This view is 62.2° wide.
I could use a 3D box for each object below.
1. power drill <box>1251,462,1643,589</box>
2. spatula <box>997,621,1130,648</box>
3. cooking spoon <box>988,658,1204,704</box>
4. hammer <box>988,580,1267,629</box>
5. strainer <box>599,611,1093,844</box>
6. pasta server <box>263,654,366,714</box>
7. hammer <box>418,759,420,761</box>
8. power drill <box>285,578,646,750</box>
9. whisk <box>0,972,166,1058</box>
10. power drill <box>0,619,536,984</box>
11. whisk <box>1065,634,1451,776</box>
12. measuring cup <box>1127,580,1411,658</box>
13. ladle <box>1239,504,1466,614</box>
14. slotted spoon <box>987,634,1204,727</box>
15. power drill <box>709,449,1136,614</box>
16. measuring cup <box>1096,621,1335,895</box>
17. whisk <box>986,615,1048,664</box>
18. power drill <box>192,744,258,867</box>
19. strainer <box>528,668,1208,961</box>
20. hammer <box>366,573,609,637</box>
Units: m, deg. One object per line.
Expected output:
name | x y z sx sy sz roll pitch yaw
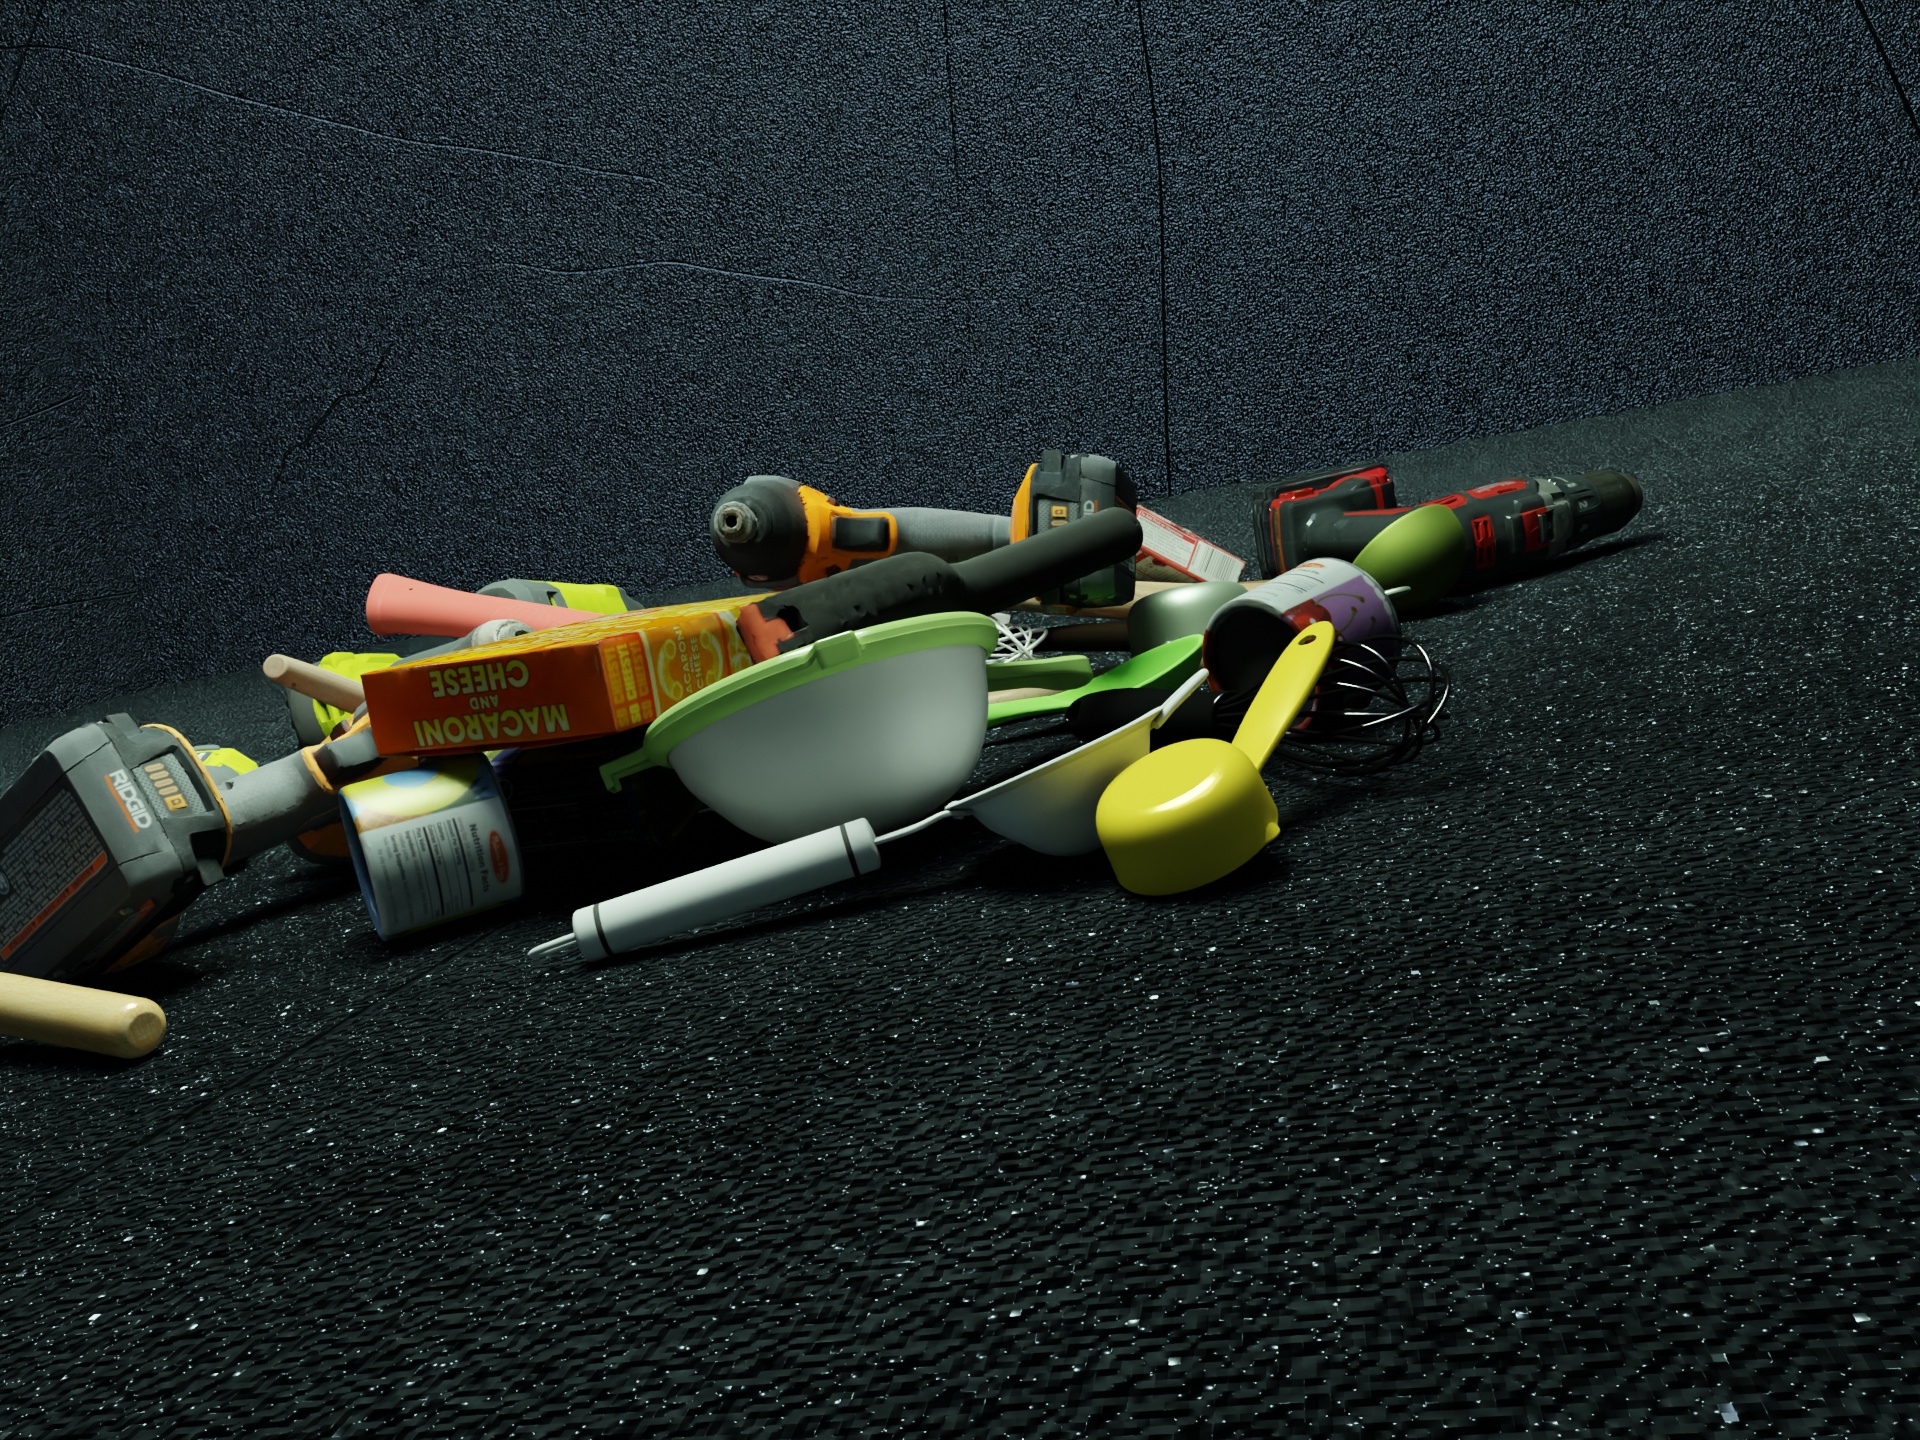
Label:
power drill | 0.334 -0.139 1.109 0.188 0.080 0.227 -16 13 -24
spatula | 0.086 -0.058 1.089 0.059 0.018 0.316 -5 4 -31
cooking spoon | -0.001 -0.003 0.862 0.319 0.017 0.068 -12 -8 -9
hammer | 0.080 -0.083 1.096 0.331 0.031 0.130 5 -3 38
strainer | -0.013 0.010 0.682 0.151 0.069 0.256 -26 -11 38
pasta server | -0.323 -0.006 0.936 0.060 0.040 0.316 -22 -11 2
hammer | -0.173 -0.022 0.967 0.331 0.033 0.128 -19 -8 -22
power drill | -0.328 -0.033 1.088 0.223 0.080 0.171 -20 -6 21
whisk | -0.385 0.107 0.607 0.245 0.051 0.047 0 -20 32
power drill | -0.305 0.026 0.727 0.185 0.084 0.226 -34 -4 29
whisk | 0.112 -0.004 0.665 0.055 0.055 0.239 -16 7 -28
measuring cup | 0.170 -0.067 0.897 0.167 0.038 0.083 -15 -6 34
ladle | 0.217 -0.099 1.068 0.078 0.062 0.320 -21 10 -22
slotted spoon | -0.024 0.008 0.811 0.313 0.031 0.070 -14 10 -3
power drill | -0.023 -0.103 0.883 0.226 0.084 0.164 1 1 13
measuring cup | 0.095 0.000 0.547 0.062 0.029 0.156 -10 30 41
whisk | -0.013 -0.037 1.006 0.058 0.059 0.246 -45 17 -19
power drill | -0.526 0.063 0.929 0.228 0.080 0.191 -12 9 -18
strainer | -0.027 0.044 0.562 0.258 0.050 0.087 -18 -4 -3
hammer | -0.197 -0.050 0.901 0.359 0.036 0.149 10 25 30
